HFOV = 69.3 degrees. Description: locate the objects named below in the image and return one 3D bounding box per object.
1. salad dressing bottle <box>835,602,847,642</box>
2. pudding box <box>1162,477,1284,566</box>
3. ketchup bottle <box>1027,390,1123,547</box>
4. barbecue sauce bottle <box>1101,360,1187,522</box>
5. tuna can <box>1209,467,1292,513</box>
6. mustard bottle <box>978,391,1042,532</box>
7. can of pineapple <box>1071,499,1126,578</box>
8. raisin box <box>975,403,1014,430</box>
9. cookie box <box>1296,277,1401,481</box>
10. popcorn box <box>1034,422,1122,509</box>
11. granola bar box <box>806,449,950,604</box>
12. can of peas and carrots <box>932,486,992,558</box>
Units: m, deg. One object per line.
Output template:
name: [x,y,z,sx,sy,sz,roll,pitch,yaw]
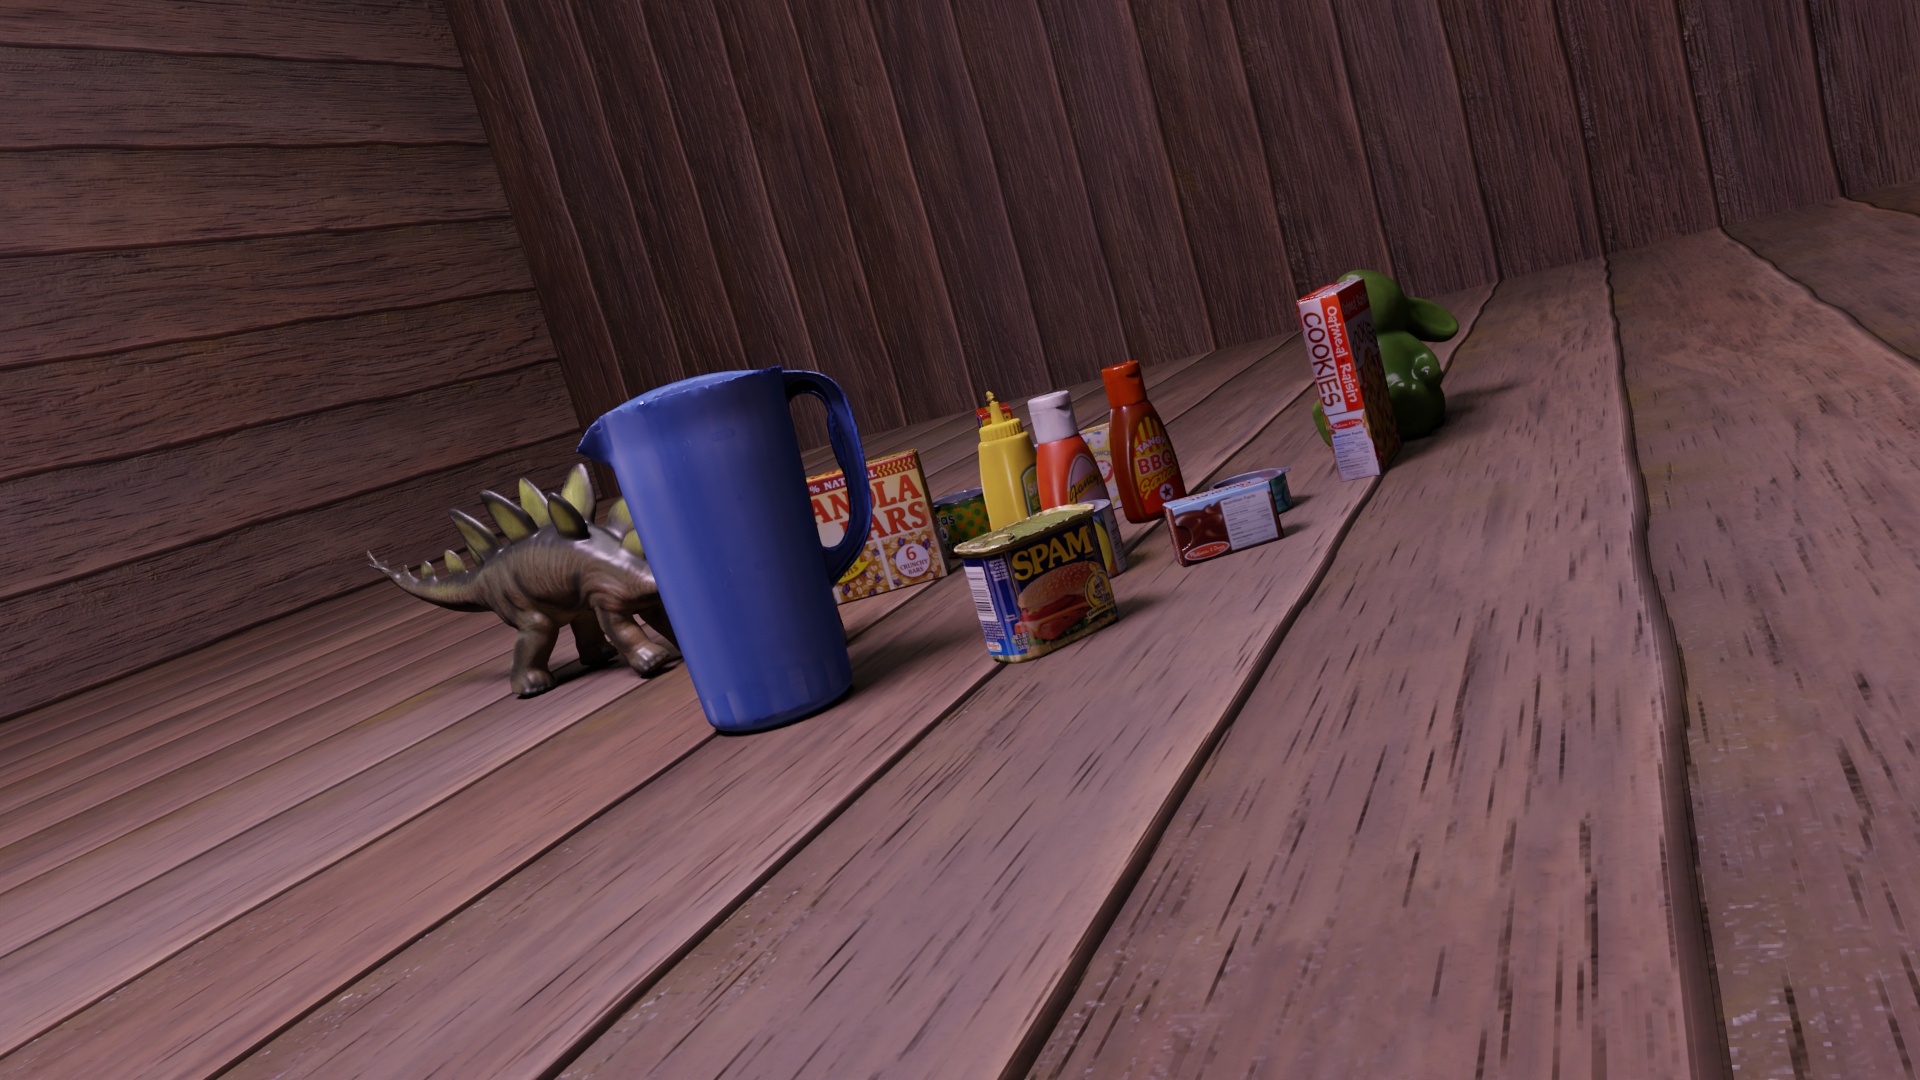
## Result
salad dressing bottle: [-0.134,0.020,1.141,0.044,0.147,0.064,-18,9,-15]
pudding box: [0.205,-0.016,1.089,0.084,0.049,0.030,-16,9,-3]
ketchup bottle: [0.093,-0.052,1.189,0.065,0.148,0.043,-22,11,-36]
barbecue sauce bottle: [0.169,-0.095,1.317,0.065,0.148,0.043,-20,10,-28]
tuna can: [0.254,-0.039,1.201,0.071,0.032,0.071,-15,9,3]
mustard bottle: [0.048,-0.059,1.268,0.048,0.160,0.065,-10,11,36]
can of pineapple: [0.096,0.004,1.135,0.071,0.057,0.071,-15,9,3]
raisin box: [0.052,-0.091,1.574,0.040,0.123,0.086,-16,9,1]
cookie box: [0.357,-0.150,1.271,0.040,0.167,0.123,-11,10,29]
popcorn box: [0.125,-0.068,1.432,0.127,0.085,0.038,-16,9,-3]
granola bar box: [-0.106,-0.007,1.330,0.165,0.124,0.039,-15,9,5]
can of peas and carrots: [0.005,-0.018,1.416,0.071,0.058,0.071,-15,9,3]
